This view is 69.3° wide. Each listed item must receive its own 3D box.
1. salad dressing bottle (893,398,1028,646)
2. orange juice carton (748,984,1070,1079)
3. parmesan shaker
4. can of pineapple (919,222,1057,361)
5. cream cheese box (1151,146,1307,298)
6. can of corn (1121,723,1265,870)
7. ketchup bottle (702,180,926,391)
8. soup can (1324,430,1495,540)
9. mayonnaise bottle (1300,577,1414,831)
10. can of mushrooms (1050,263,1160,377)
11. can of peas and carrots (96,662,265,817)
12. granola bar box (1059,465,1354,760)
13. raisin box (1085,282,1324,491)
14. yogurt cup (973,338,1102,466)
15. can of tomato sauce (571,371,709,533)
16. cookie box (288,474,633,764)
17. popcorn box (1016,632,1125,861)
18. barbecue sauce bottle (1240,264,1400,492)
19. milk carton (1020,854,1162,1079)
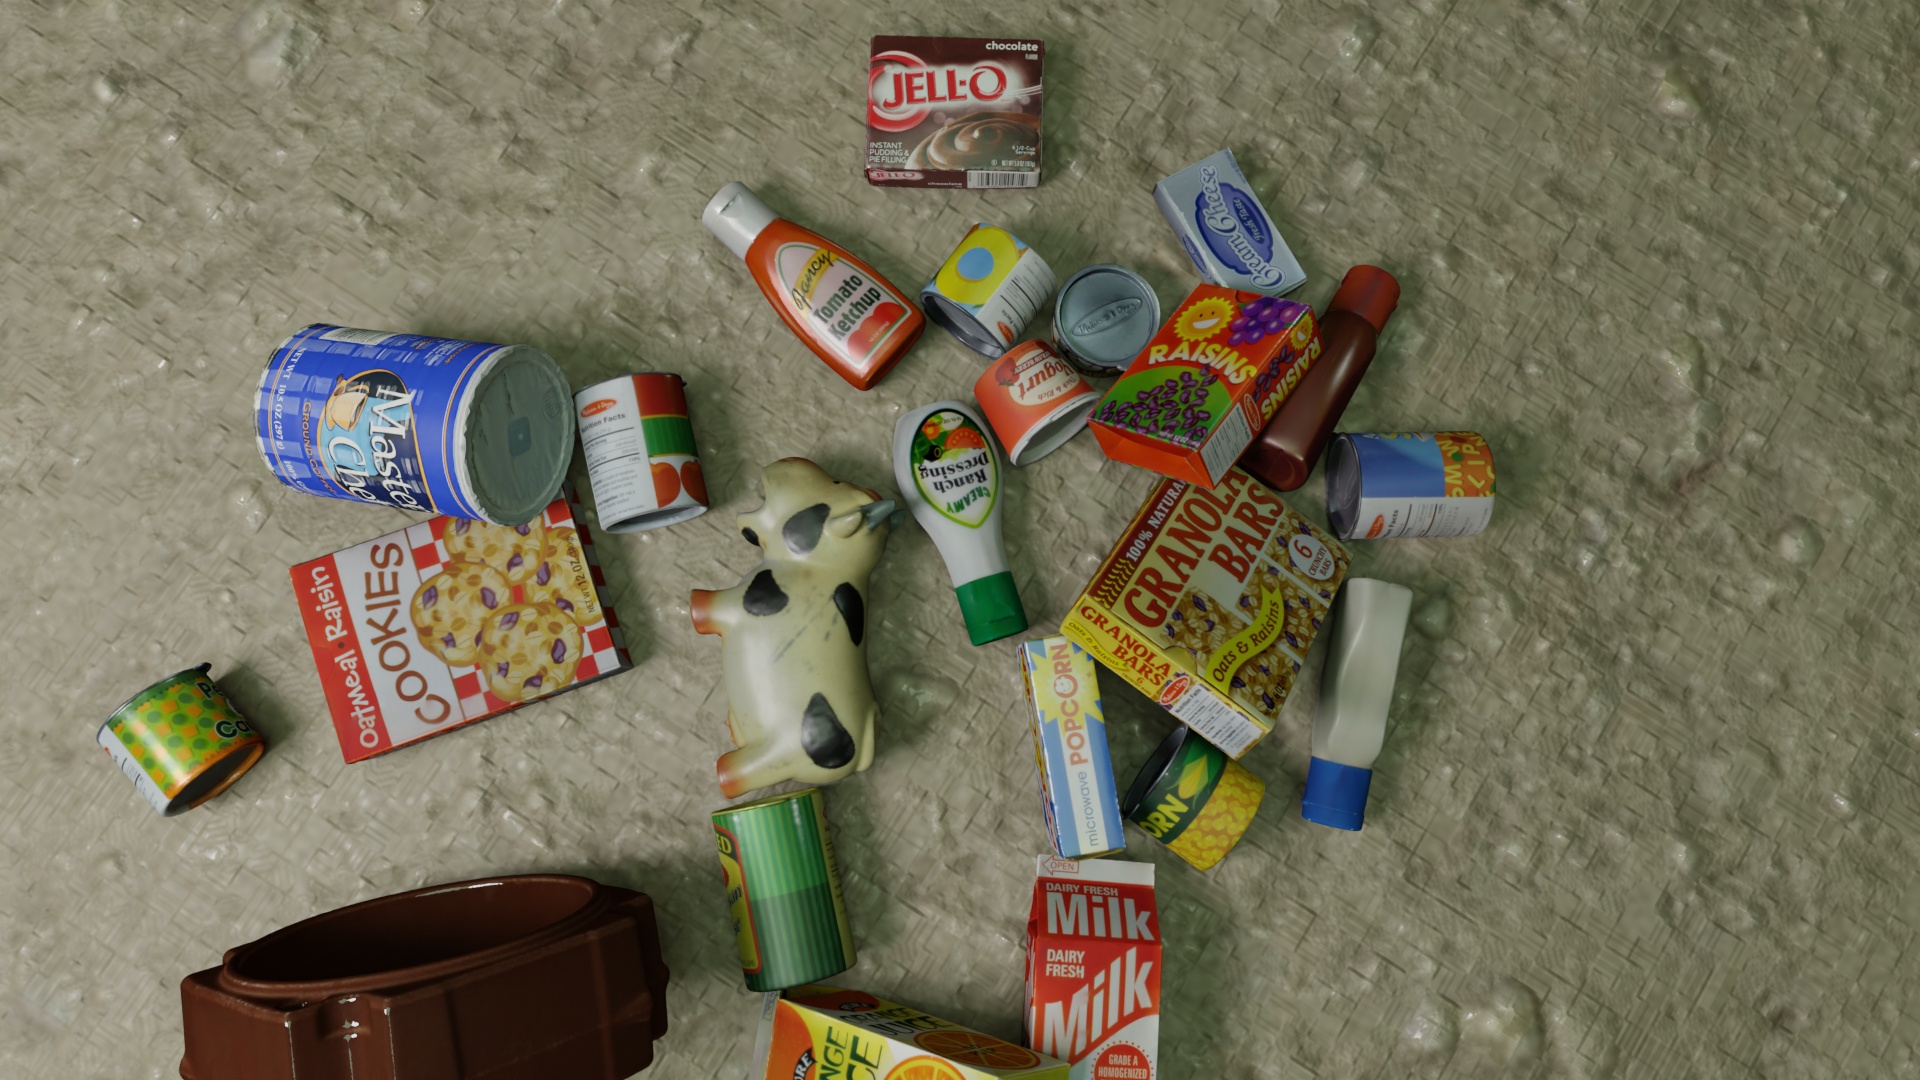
[{"bbox_3d":[0.003,-0.011,0.848,0.064,0.044,0.147,-16,83,-16],"label":"salad dressing bottle"},{"bbox_3d":[-0.043,0.300,0.766,0.192,0.073,0.072,5,81,36],"label":"orange juice carton"},{"bbox_3d":[-0.102,0.201,0.802,0.071,0.071,0.103,-12,83,-4],"label":"parmesan shaker"},{"bbox_3d":[0.016,-0.154,0.858,0.071,0.071,0.058,36,82,3],"label":"can of pineapple"},{"bbox_3d":[0.172,-0.195,0.889,0.053,0.024,0.104,-29,84,-5],"label":"cream cheese box"},{"bbox_3d":[0.136,0.153,0.819,0.058,0.071,0.071,36,83,2],"label":"can of corn"},{"bbox_3d":[-0.095,-0.162,0.866,0.149,0.043,0.065,41,83,4],"label":"ketchup bottle"},{"bbox_3d":[0.274,-0.037,0.852,0.084,0.071,0.071,-1,83,-3],"label":"soup can"},{"bbox_3d":[0.237,0.098,0.835,0.041,0.064,0.148,12,86,2],"label":"mayonnaise bottle"},{"bbox_3d":[0.091,-0.135,0.874,0.071,0.033,0.071,0,82,-3],"label":"can of mushrooms"},{"bbox_3d":[-0.447,0.115,0.804,0.071,0.071,0.059,-42,87,-6],"label":"can of peas and carrots"},{"bbox_3d":[0.148,0.028,0.807,0.124,0.038,0.166,36,47,3],"label":"granola bar box"},{"bbox_3d":[0.147,-0.095,0.829,0.086,0.040,0.124,22,64,44],"label":"raisin box"},{"bbox_3d":[0.045,-0.086,0.851,0.072,0.072,0.054,-35,77,-6],"label":"yogurt cup"},{"bbox_3d":[-0.190,-0.052,0.837,0.071,0.071,0.083,-13,84,-4],"label":"can of tomato sauce"},{"bbox_3d":[-0.298,0.047,0.831,0.168,0.040,0.123,-19,84,-4],"label":"cookie box"},{"bbox_3d":[0.063,0.118,0.812,0.038,0.085,0.127,-9,83,-2],"label":"popcorn box"},{"bbox_3d":[0.226,-0.104,0.862,0.044,0.064,0.149,29,74,9],"label":"barbecue sauce bottle"},{"bbox_3d":[0.073,0.280,0.797,0.072,0.073,0.190,5,82,-1],"label":"milk carton"}]
